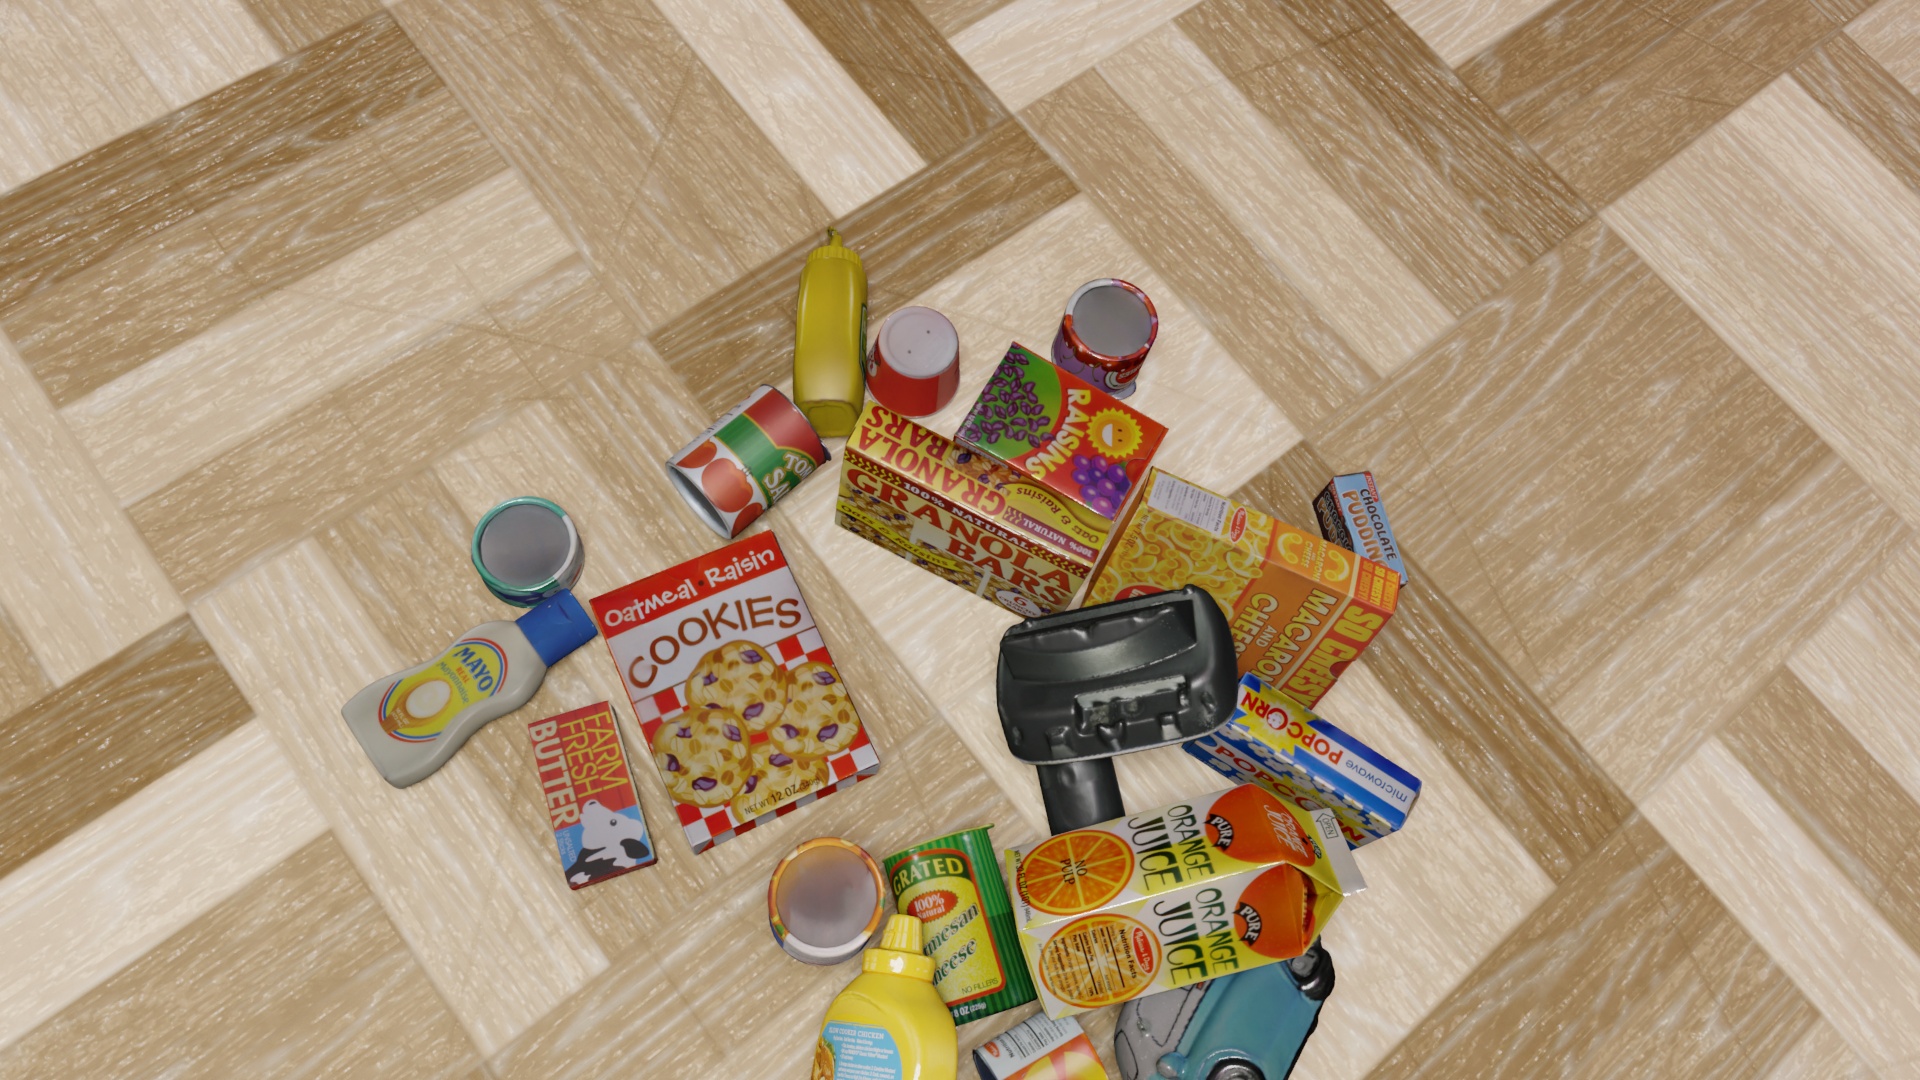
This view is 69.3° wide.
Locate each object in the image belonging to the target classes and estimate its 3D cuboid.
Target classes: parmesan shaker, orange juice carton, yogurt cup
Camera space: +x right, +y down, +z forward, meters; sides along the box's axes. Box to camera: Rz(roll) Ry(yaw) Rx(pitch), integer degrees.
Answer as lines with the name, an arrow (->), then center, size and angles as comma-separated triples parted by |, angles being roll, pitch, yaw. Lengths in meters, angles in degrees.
parmesan shaker -> 0.002, 0.227, 0.816 | 0.071, 0.071, 0.103 | -15, 72, -12
orange juice carton -> 0.129, 0.200, 0.793 | 0.193, 0.072, 0.072 | -16, 116, 2
yogurt cup -> -0.031, -0.124, 0.952 | 0.072, 0.053, 0.072 | 2, 70, -7

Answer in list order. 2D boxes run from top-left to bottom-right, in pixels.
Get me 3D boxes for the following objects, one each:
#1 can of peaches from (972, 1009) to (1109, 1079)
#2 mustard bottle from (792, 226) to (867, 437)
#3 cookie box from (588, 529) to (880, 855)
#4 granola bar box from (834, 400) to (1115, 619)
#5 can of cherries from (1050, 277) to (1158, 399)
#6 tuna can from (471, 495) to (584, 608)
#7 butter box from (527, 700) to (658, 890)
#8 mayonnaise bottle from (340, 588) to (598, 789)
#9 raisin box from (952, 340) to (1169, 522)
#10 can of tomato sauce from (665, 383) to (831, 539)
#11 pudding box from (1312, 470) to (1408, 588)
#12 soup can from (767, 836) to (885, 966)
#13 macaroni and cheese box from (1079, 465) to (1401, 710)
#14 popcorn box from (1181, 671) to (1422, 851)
can of peaches -> 0.048, 0.310, 0.795 | 0.058, 0.071, 0.071 | -26, 75, -16
mustard bottle -> -0.088, -0.151, 0.950 | 0.049, 0.065, 0.161 | 1, 66, -2
cookie box -> -0.141, 0.091, 0.864 | 0.123, 0.040, 0.168 | -22, 74, -15
granola bar box -> 0.003, -0.011, 0.876 | 0.165, 0.123, 0.039 | 27, 67, 3
can of cherries -> 0.103, -0.140, 0.972 | 0.071, 0.058, 0.072 | 2, 69, -6
tuna can -> -0.277, 0.007, 0.881 | 0.071, 0.032, 0.071 | 3, 69, -7
butter box -> -0.223, 0.153, 0.839 | 0.053, 0.024, 0.104 | -17, 73, -14
mayonnaise bottle -> -0.294, 0.084, 0.846 | 0.148, 0.041, 0.065 | -35, 75, -17
raisin box -> 0.067, -0.069, 0.952 | 0.123, 0.040, 0.086 | 30, 68, 3
can of tomato sauce -> -0.138, -0.050, 0.903 | 0.083, 0.071, 0.071 | -42, 80, -18
pudding box -> 0.272, 0.000, 0.947 | 0.030, 0.049, 0.084 | -9, 71, -9
soup can -> -0.079, 0.207, 0.806 | 0.071, 0.083, 0.071 | 2, 69, -6
macaroni and cheese box -> 0.172, 0.036, 0.880 | 0.166, 0.123, 0.040 | 23, 50, 1
popcorn box -> 0.211, 0.140, 0.868 | 0.127, 0.085, 0.038 | 32, 68, 5
